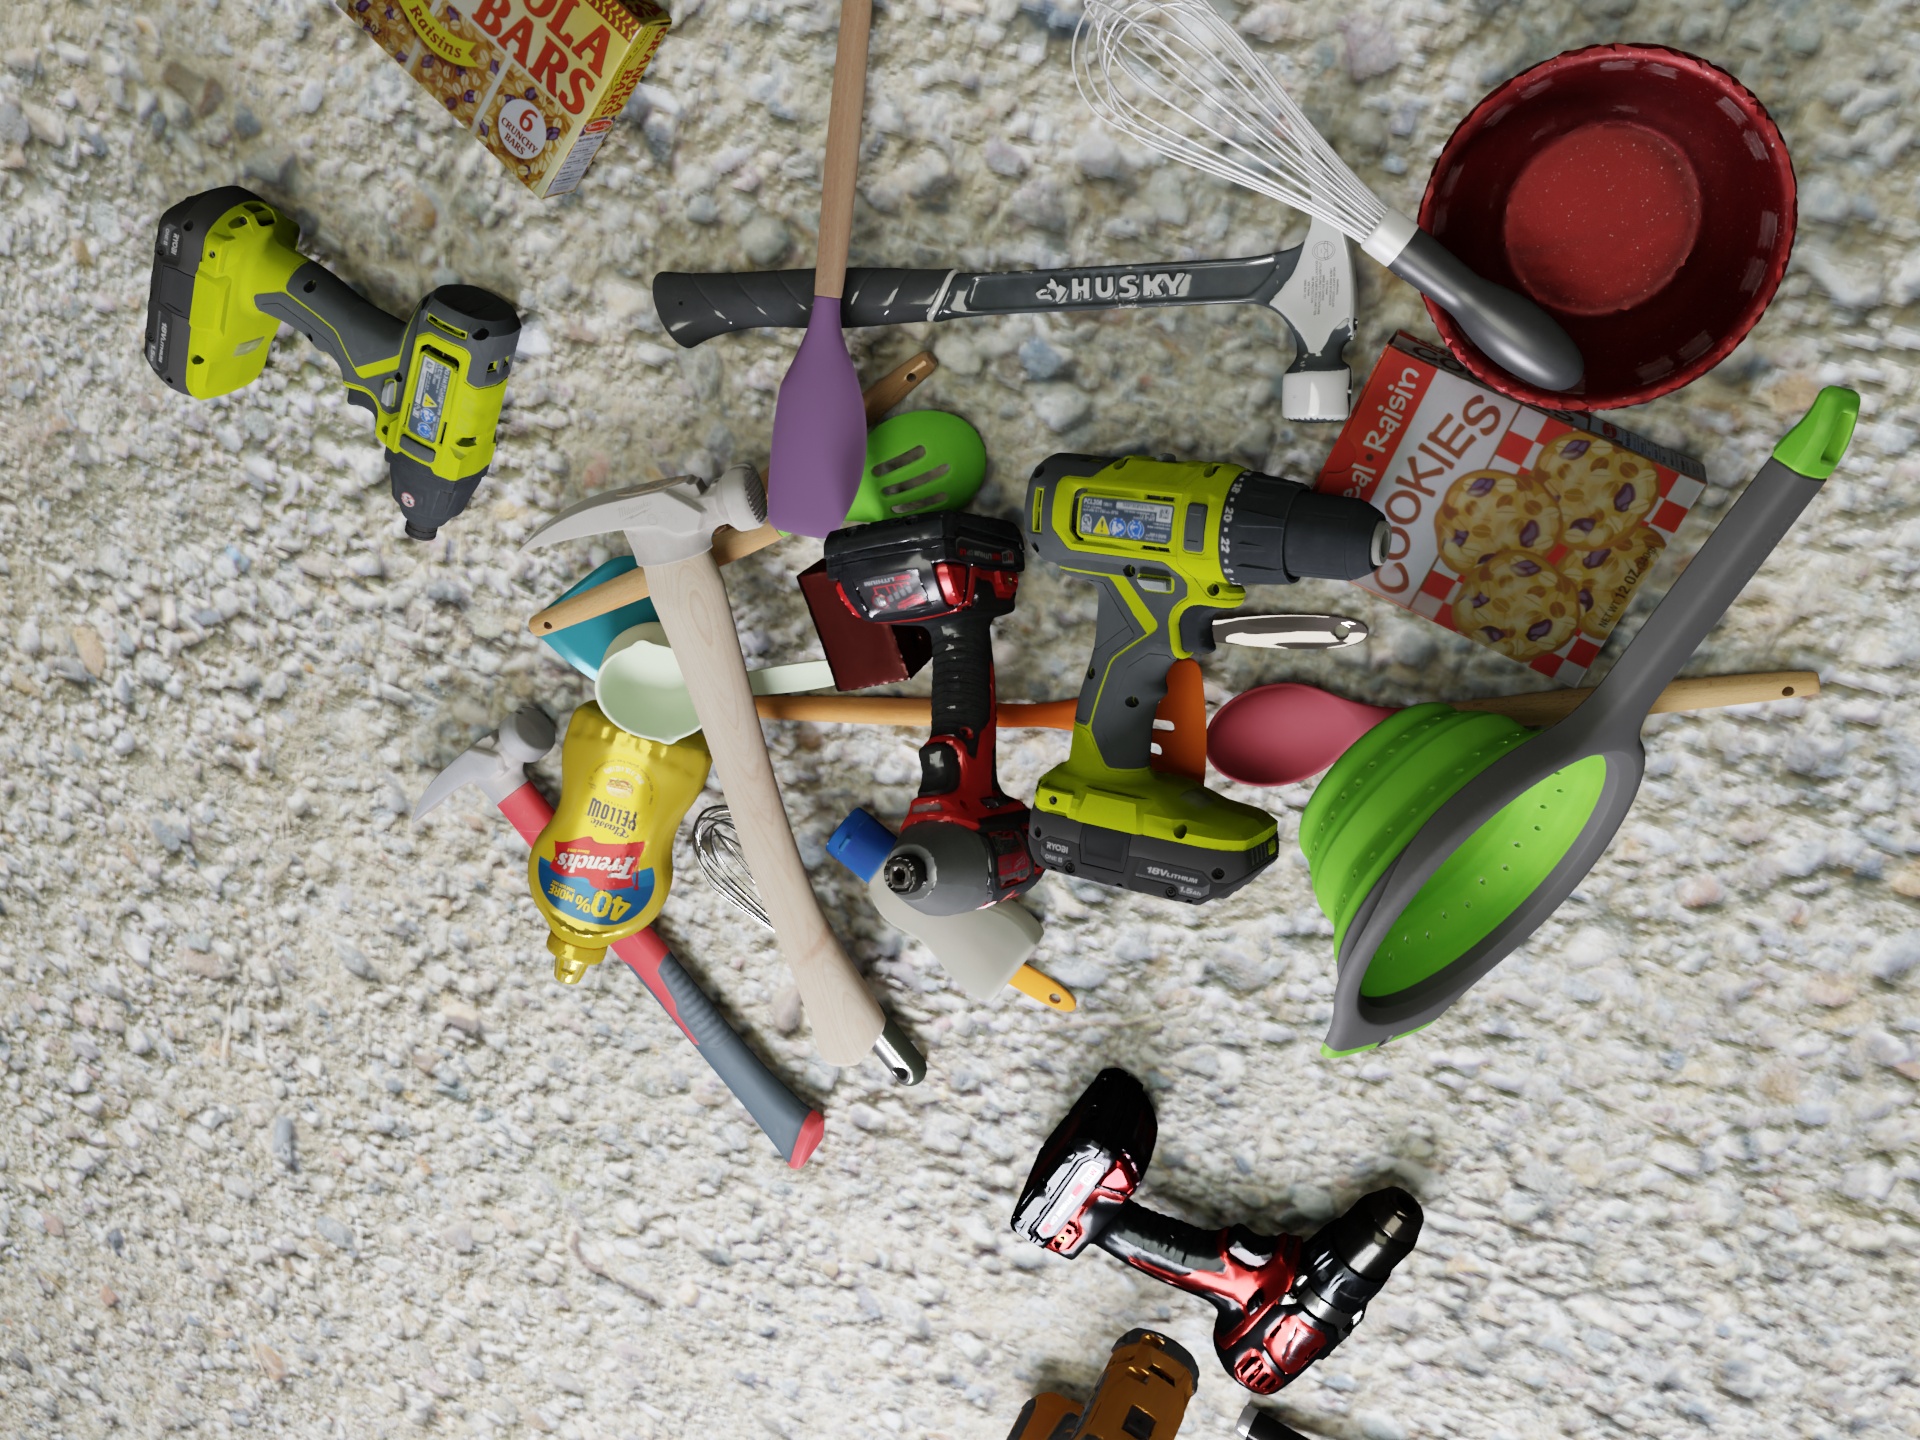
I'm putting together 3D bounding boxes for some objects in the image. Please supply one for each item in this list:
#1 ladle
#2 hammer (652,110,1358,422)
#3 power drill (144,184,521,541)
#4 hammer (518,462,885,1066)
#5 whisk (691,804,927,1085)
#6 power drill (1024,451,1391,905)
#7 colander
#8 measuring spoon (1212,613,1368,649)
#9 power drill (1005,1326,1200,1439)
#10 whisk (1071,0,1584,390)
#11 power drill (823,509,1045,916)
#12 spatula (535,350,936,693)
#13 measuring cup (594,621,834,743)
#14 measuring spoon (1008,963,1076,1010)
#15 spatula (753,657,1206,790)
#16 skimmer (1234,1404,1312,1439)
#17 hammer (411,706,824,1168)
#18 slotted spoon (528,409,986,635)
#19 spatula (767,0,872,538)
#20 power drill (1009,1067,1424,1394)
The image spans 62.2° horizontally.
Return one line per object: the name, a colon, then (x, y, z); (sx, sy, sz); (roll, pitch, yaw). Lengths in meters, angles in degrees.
ladle: (0.290, -0.005, 0.865); (0.315, 0.031, 0.069); (-6, 123, 23)
hammer: (0.009, -0.236, 0.862); (0.409, 0.036, 0.149); (5, 101, 24)
power drill: (-0.402, -0.228, 1.022); (0.223, 0.080, 0.171); (28, 121, 5)
hammer: (-0.139, 0.047, 0.996); (0.146, 0.038, 0.410); (-10, 114, 12)
whisk: (-0.101, 0.158, 1.089); (0.058, 0.059, 0.246); (-27, 106, 41)
power drill: (0.123, -0.025, 0.849); (0.191, 0.080, 0.228); (11, 104, 29)
colander: (0.276, -0.005, 0.783); (0.095, 0.204, 0.397); (49, 126, 34)
measuring spoon: (0.168, -0.053, 0.903); (0.124, 0.018, 0.034); (2, 114, 14)
power drill: (0.072, 0.525, 1.076); (0.084, 0.185, 0.226); (32, 142, 6)
whisk: (0.170, -0.241, 0.727); (0.284, 0.070, 0.070); (36, 122, -3)
power drill: (-0.010, -0.001, 0.891); (0.078, 0.143, 0.220); (-7, 89, 27)
spatula: (-0.133, -0.124, 0.975); (0.317, 0.044, 0.082); (-33, 120, 29)
measuring cup: (-0.147, -0.033, 1.014); (0.167, 0.038, 0.083); (-6, 128, 2)
measuring spoon: (0.024, 0.165, 1.060); (0.117, 0.011, 0.021); (28, 121, 9)
spatula: (-0.002, -0.003, 0.977); (0.323, 0.041, 0.081); (2, 101, 23)
skimmer: (0.368, 0.549, 1.083); (0.363, 0.090, 0.127); (22, 123, 24)
hammer: (-0.239, 0.176, 1.159); (0.143, 0.038, 0.386); (-34, 97, 32)
slotted spoon: (-0.130, -0.107, 0.957); (0.314, 0.031, 0.070); (-19, 118, 19)
spatula: (-0.067, -0.257, 0.865); (0.060, 0.018, 0.316); (12, 104, 20)
power drill: (0.168, 0.325, 1.038); (0.226, 0.080, 0.187); (33, 121, 2)
